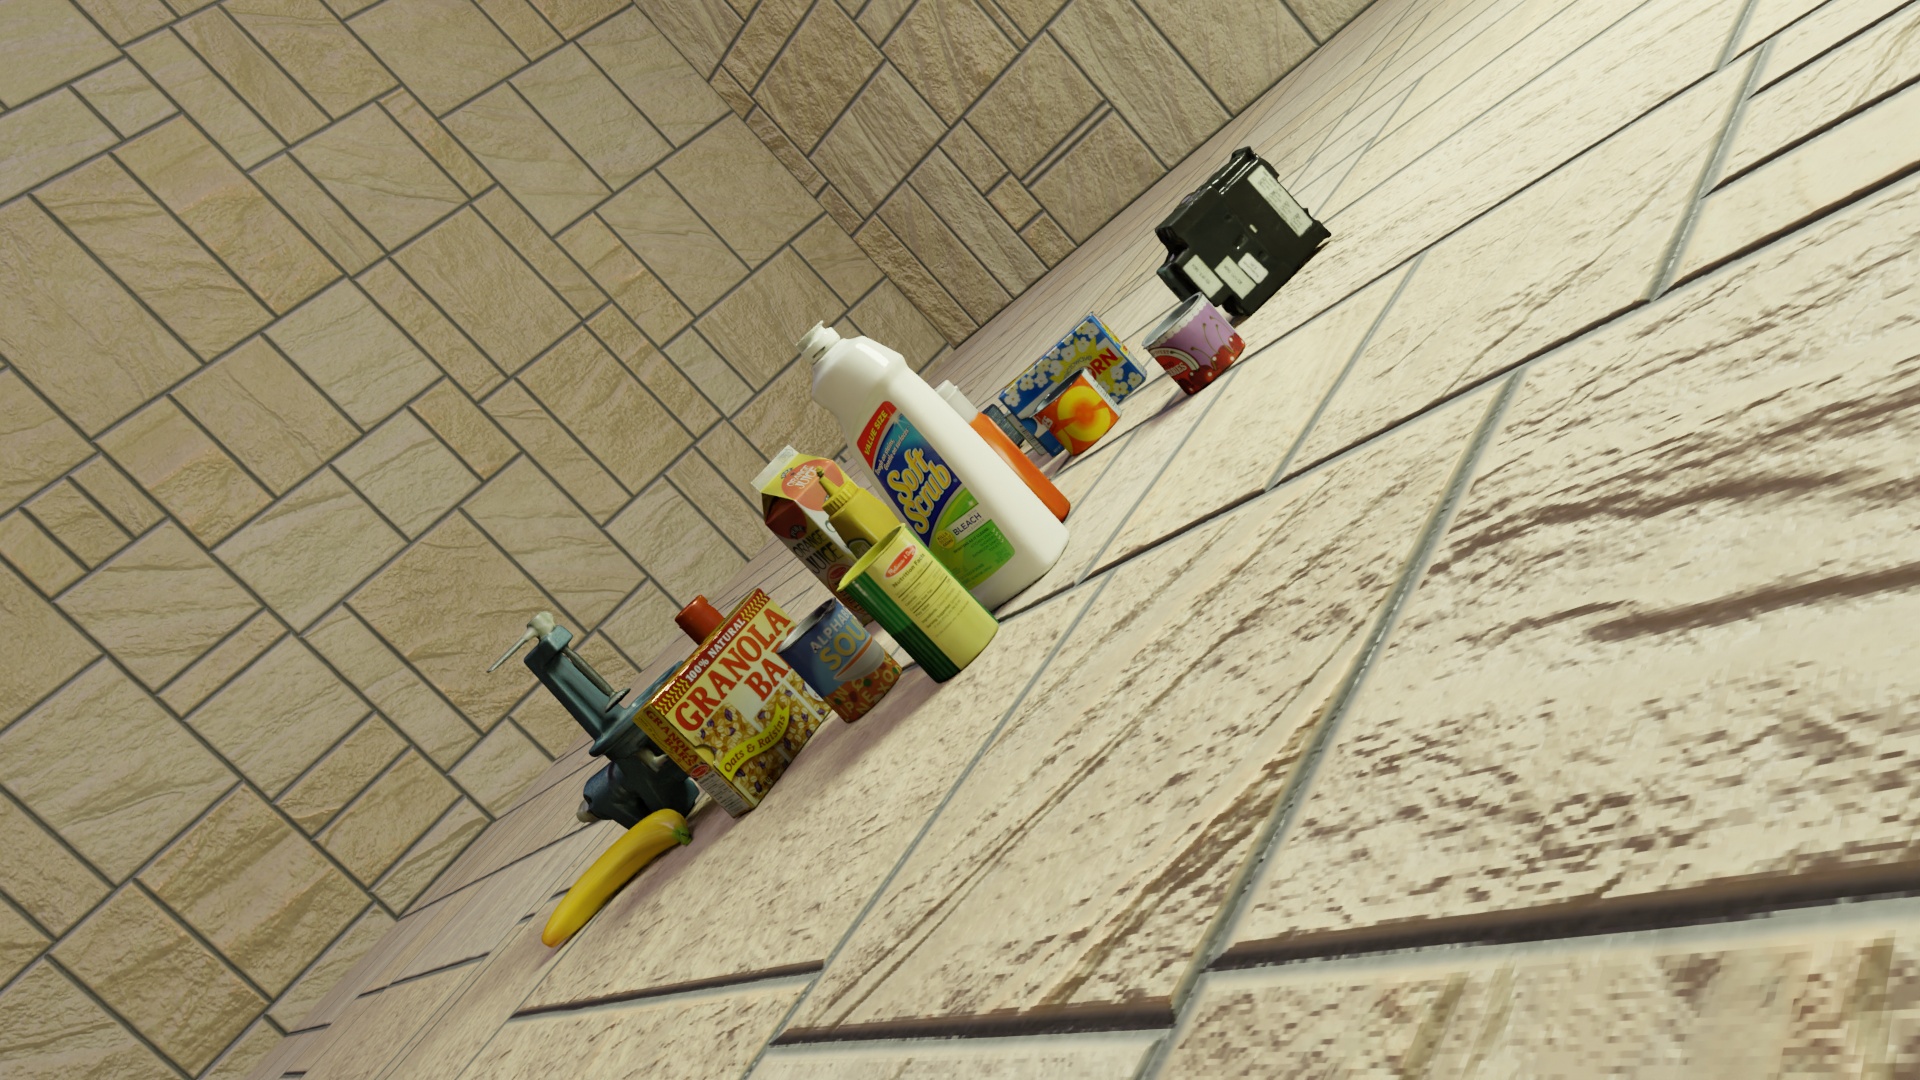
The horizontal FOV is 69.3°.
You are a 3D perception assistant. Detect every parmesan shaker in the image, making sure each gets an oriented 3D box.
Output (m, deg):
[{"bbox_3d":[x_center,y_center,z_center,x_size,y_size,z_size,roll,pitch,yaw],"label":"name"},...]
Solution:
[{"bbox_3d":[-0.032,0.049,1.018,0.071,0.103,0.071,-42,9,8],"label":"parmesan shaker"}]

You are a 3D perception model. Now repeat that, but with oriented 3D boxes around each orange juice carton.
[{"bbox_3d":[-0.131,-0.011,1.441,0.072,0.192,0.072,-33,13,50],"label":"orange juice carton"}]

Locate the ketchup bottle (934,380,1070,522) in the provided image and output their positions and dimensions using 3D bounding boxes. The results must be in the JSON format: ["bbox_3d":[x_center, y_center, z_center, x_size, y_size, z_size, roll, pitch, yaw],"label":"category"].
[{"bbox_3d":[0.028,-0.068,1.153,0.043,0.148,0.065,-42,9,10],"label":"ketchup bottle"}]

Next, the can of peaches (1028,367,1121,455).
[{"bbox_3d":[0.111,-0.121,1.331,0.071,0.058,0.071,-42,9,8],"label":"can of peaches"}]

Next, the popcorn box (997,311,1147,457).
[{"bbox_3d":[0.113,-0.157,1.399,0.126,0.085,0.038,-40,9,19],"label":"popcorn box"}]

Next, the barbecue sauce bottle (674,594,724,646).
[{"bbox_3d":[-0.214,0.117,1.352,0.044,0.148,0.065,-45,9,-10],"label":"barbecue sauce bottle"}]

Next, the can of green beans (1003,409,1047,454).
[{"bbox_3d":[0.090,-0.134,1.481,0.071,0.058,0.071,-42,9,8],"label":"can of green beans"}]

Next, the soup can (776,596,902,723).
[{"bbox_3d":[-0.098,0.097,1.142,0.071,0.083,0.071,-42,9,8],"label":"soup can"}]

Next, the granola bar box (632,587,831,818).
[{"bbox_3d":[-0.185,0.138,1.207,0.039,0.124,0.166,-35,12,44],"label":"granola bar box"}]

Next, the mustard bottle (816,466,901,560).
[{"bbox_3d":[-0.089,-0.010,1.354,0.049,0.160,0.065,-49,10,-32],"label":"mustard bottle"}]

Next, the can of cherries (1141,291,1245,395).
[{"bbox_3d":[0.193,-0.162,1.158,0.071,0.058,0.071,-42,9,8],"label":"can of cherries"}]
